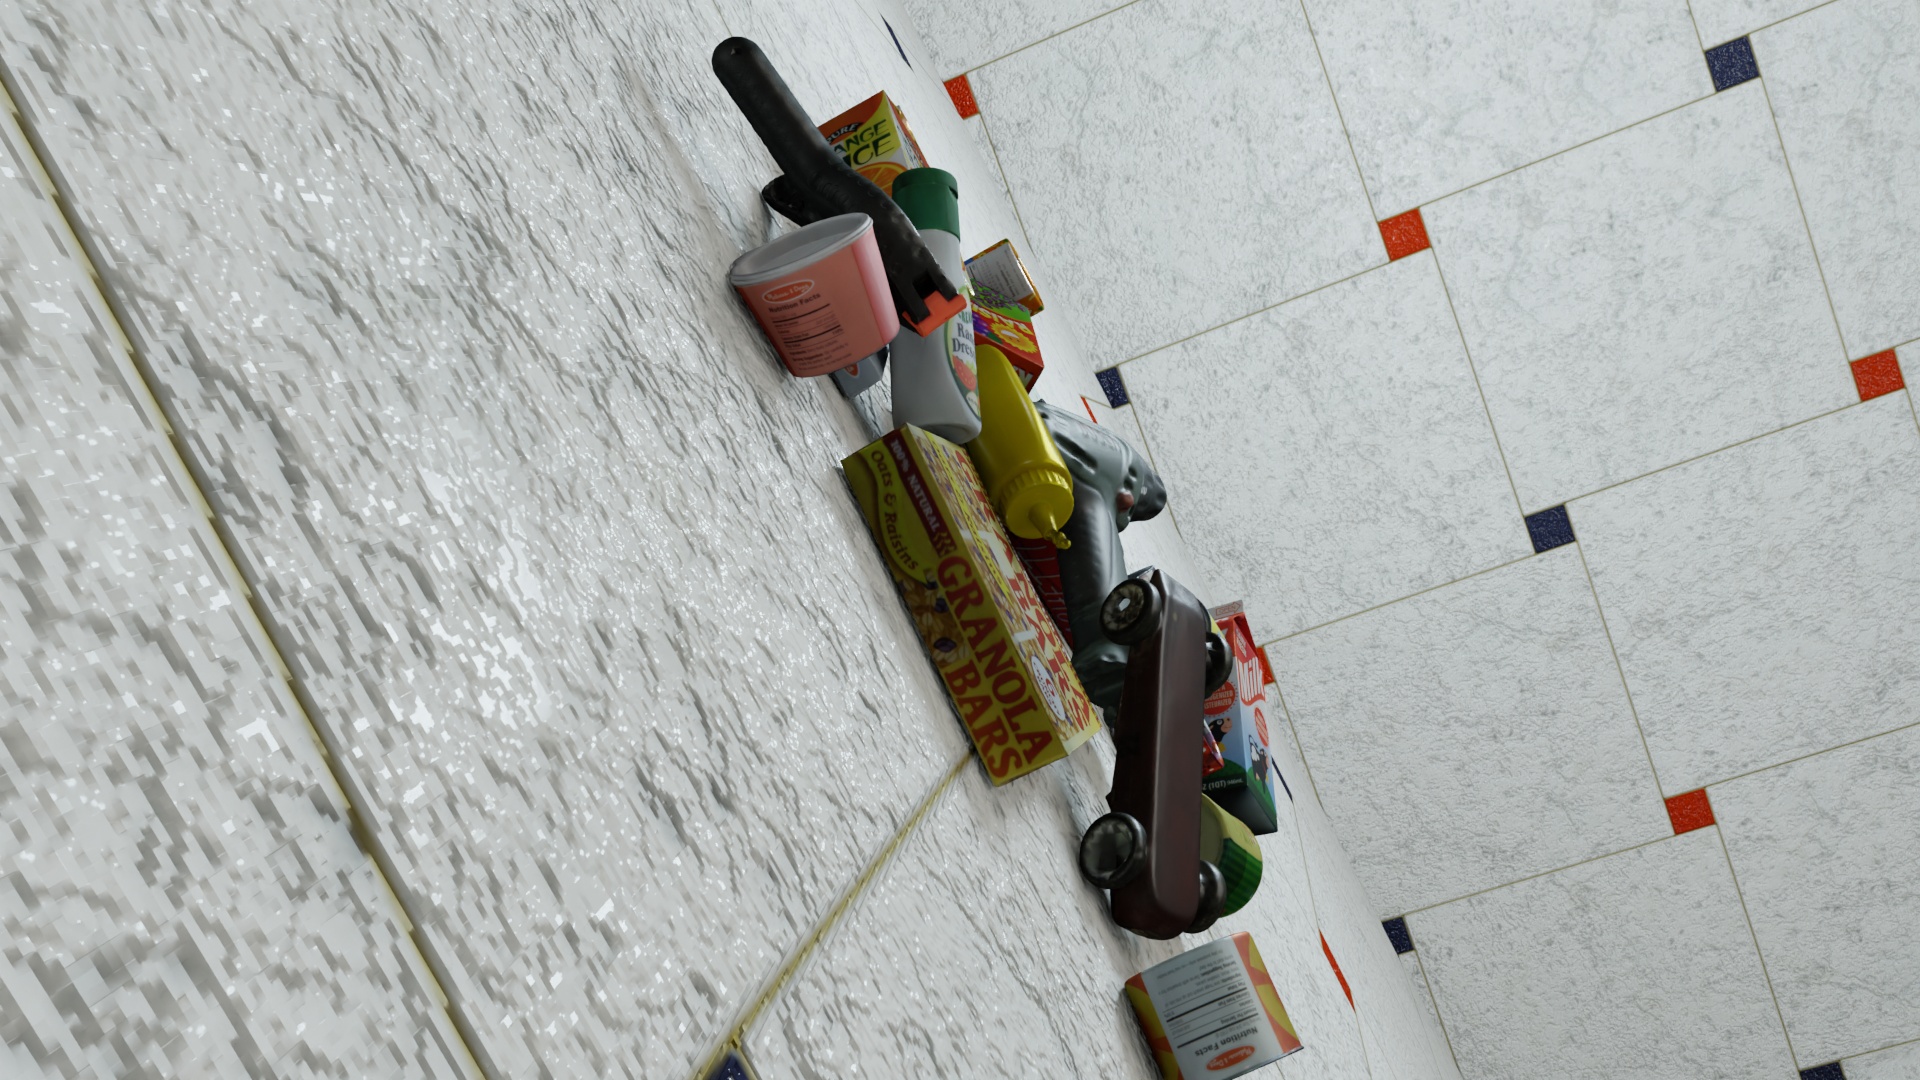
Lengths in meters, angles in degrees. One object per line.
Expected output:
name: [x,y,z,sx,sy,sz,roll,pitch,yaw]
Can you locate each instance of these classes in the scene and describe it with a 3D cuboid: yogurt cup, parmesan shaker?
yogurt cup: [-0.062,-0.108,0.621,0.073,0.072,0.053,-93,162,-65]
parmesan shaker: [0.135,0.184,0.824,0.103,0.071,0.071,41,24,-60]

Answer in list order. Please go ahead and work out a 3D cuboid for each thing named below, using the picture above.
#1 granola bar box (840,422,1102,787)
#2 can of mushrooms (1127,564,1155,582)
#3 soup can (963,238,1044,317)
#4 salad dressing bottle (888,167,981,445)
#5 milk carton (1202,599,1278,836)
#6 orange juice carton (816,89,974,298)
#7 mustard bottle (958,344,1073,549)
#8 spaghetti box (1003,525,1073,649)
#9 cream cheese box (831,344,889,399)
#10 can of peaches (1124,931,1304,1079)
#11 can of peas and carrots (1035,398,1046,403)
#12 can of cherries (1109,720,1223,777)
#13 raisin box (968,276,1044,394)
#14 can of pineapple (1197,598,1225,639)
granola bar box: [0.008,0.030,0.673,0.165,0.039,0.124,64,11,8]
can of mushrooms: [0.135,0.049,1.131,0.033,0.071,0.071,64,11,0]
soup can: [0.017,-0.195,1.121,0.071,0.083,0.071,59,11,-19]
salad dressing bottle: [-0.016,-0.125,0.741,0.064,0.044,0.148,36,48,-68]
milk carton: [0.192,0.129,1.067,0.073,0.072,0.191,53,30,-41]
orange juice carton: [-0.055,-0.215,0.875,0.072,0.072,0.193,54,15,-42]
mustard bottle: [0.028,-0.046,0.771,0.161,0.049,0.065,-113,179,-49]
spaghetti box: [0.061,0.015,0.976,0.249,0.028,0.050,57,13,-24]
cream cheese box: [-0.060,-0.116,0.741,0.053,0.024,0.104,60,11,-19]
can of peaches: [0.117,0.223,0.652,0.058,0.071,0.071,67,12,23]
can of peas and carrots: [0.050,-0.061,1.022,0.070,0.058,0.071,59,12,-21]
can of cherries: [0.146,0.144,0.977,0.071,0.058,0.072,59,11,-19]
raisin box: [0.011,-0.154,1.027,0.086,0.040,0.124,25,24,-17]
can of pineapple: [0.158,0.075,1.013,0.057,0.071,0.071,48,18,-55]
